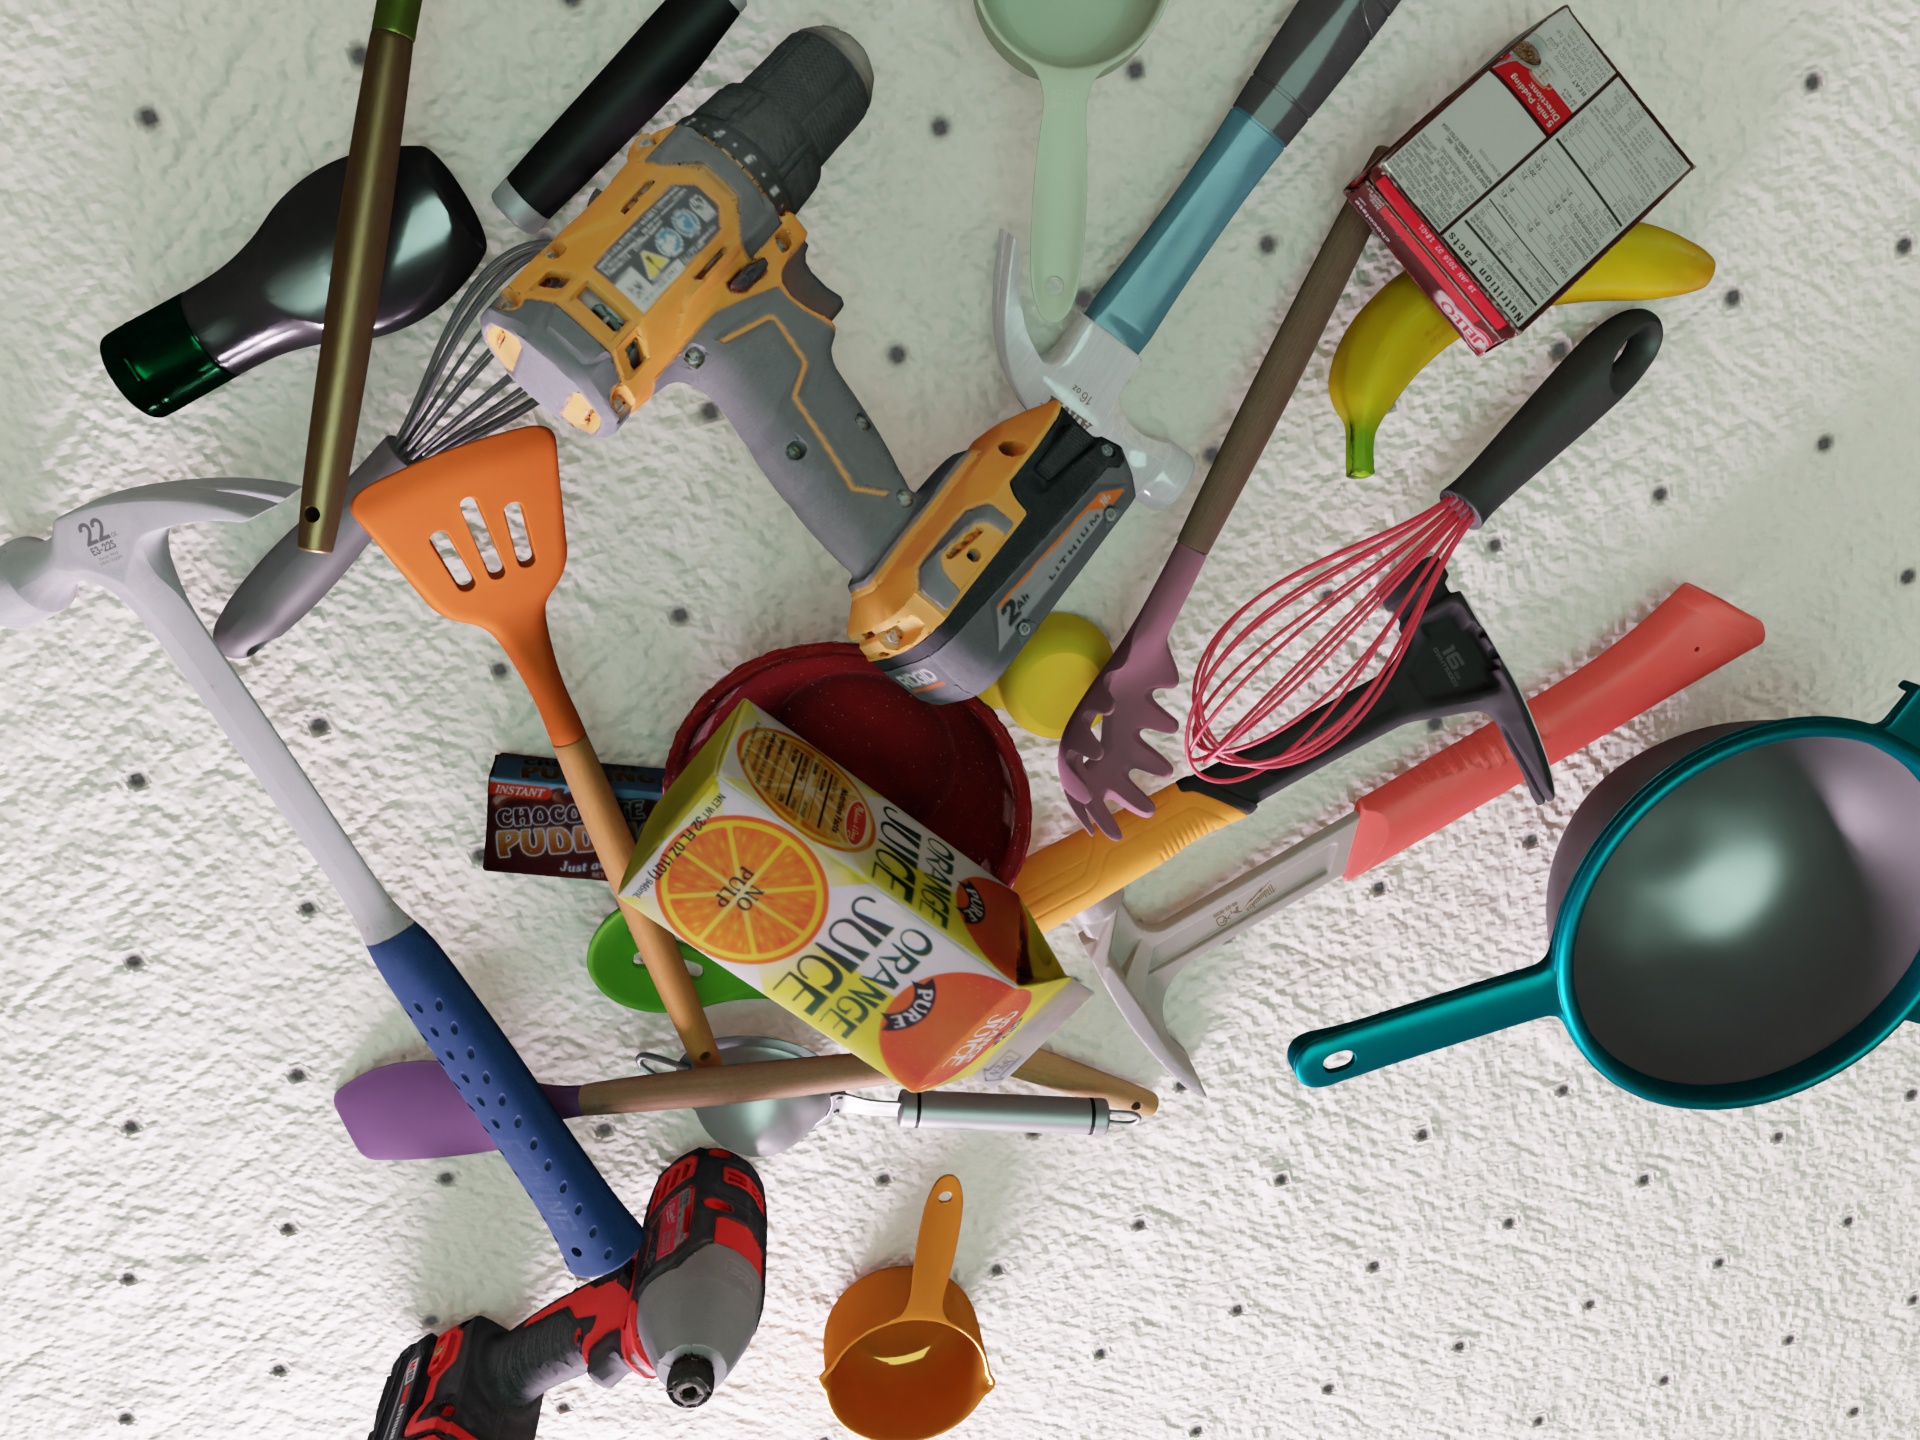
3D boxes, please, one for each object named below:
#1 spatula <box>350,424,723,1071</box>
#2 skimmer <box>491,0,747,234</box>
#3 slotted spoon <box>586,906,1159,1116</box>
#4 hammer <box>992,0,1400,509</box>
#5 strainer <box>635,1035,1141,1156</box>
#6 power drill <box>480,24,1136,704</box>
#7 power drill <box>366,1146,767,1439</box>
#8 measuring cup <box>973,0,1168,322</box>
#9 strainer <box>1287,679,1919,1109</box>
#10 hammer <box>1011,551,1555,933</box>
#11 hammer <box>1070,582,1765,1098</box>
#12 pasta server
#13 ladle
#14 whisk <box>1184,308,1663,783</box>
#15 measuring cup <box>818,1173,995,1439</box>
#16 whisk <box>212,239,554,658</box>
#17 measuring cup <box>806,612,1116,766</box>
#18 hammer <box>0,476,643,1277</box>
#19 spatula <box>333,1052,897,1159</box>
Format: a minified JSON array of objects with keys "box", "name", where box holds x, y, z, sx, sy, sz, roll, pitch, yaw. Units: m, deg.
[{"box":[-0.158,0.032,0.682,0.081,0.041,0.322,-24,116,-15],"name":"spatula"},{"box":[-0.053,-0.317,0.559,0.363,0.090,0.127,-42,80,12],"name":"skimmer"},{"box":[-0.035,0.150,0.795,0.313,0.031,0.070,22,108,-19],"name":"slotted spoon"},{"box":[0.131,-0.253,0.647,0.128,0.033,0.331,31,105,-21],"name":"hammer"},{"box":[-0.034,0.195,0.796,0.258,0.050,0.086,5,134,-9],"name":"strainer"},{"box":[-0.039,-0.139,0.613,0.226,0.084,0.185,41,73,-14],"name":"power drill"},{"box":[-0.187,0.318,0.779,0.219,0.143,0.078,-38,111,10],"name":"power drill"},{"box":[0.039,-0.240,0.618,0.083,0.038,0.167,2,101,-2],"name":"measuring cup"},{"box":[0.316,0.101,0.794,0.340,0.095,0.210,-18,114,0],"name":"strainer"},{"box":[0.101,0.054,0.740,0.337,0.034,0.127,-28,80,4],"name":"hammer"},{"box":[0.231,0.048,0.789,0.359,0.037,0.149,-31,114,5],"name":"hammer"},{"box":[0.119,-0.096,0.689,0.060,0.040,0.316,15,103,-51],"name":"pasta server"},{"box":[-0.209,-0.217,0.558,0.078,0.062,0.320,12,97,4],"name":"ladle"},{"box":[0.206,-0.080,0.696,0.296,0.073,0.073,-43,113,-7],"name":"whisk"},{"box":[-0.024,0.301,0.848,0.095,0.052,0.173,7,110,-12],"name":"measuring cup"},{"box":[-0.226,-0.106,0.646,0.239,0.055,0.055,-42,113,13],"name":"whisk"},{"box":[-0.001,-0.002,0.733,0.156,0.029,0.062,-19,114,0],"name":"measuring cup"},{"box":[-0.249,0.082,0.687,0.144,0.035,0.405,-19,111,21],"name":"hammer"},{"box":[-0.154,0.174,0.747,0.316,0.018,0.059,-8,115,13],"name":"spatula"}]
